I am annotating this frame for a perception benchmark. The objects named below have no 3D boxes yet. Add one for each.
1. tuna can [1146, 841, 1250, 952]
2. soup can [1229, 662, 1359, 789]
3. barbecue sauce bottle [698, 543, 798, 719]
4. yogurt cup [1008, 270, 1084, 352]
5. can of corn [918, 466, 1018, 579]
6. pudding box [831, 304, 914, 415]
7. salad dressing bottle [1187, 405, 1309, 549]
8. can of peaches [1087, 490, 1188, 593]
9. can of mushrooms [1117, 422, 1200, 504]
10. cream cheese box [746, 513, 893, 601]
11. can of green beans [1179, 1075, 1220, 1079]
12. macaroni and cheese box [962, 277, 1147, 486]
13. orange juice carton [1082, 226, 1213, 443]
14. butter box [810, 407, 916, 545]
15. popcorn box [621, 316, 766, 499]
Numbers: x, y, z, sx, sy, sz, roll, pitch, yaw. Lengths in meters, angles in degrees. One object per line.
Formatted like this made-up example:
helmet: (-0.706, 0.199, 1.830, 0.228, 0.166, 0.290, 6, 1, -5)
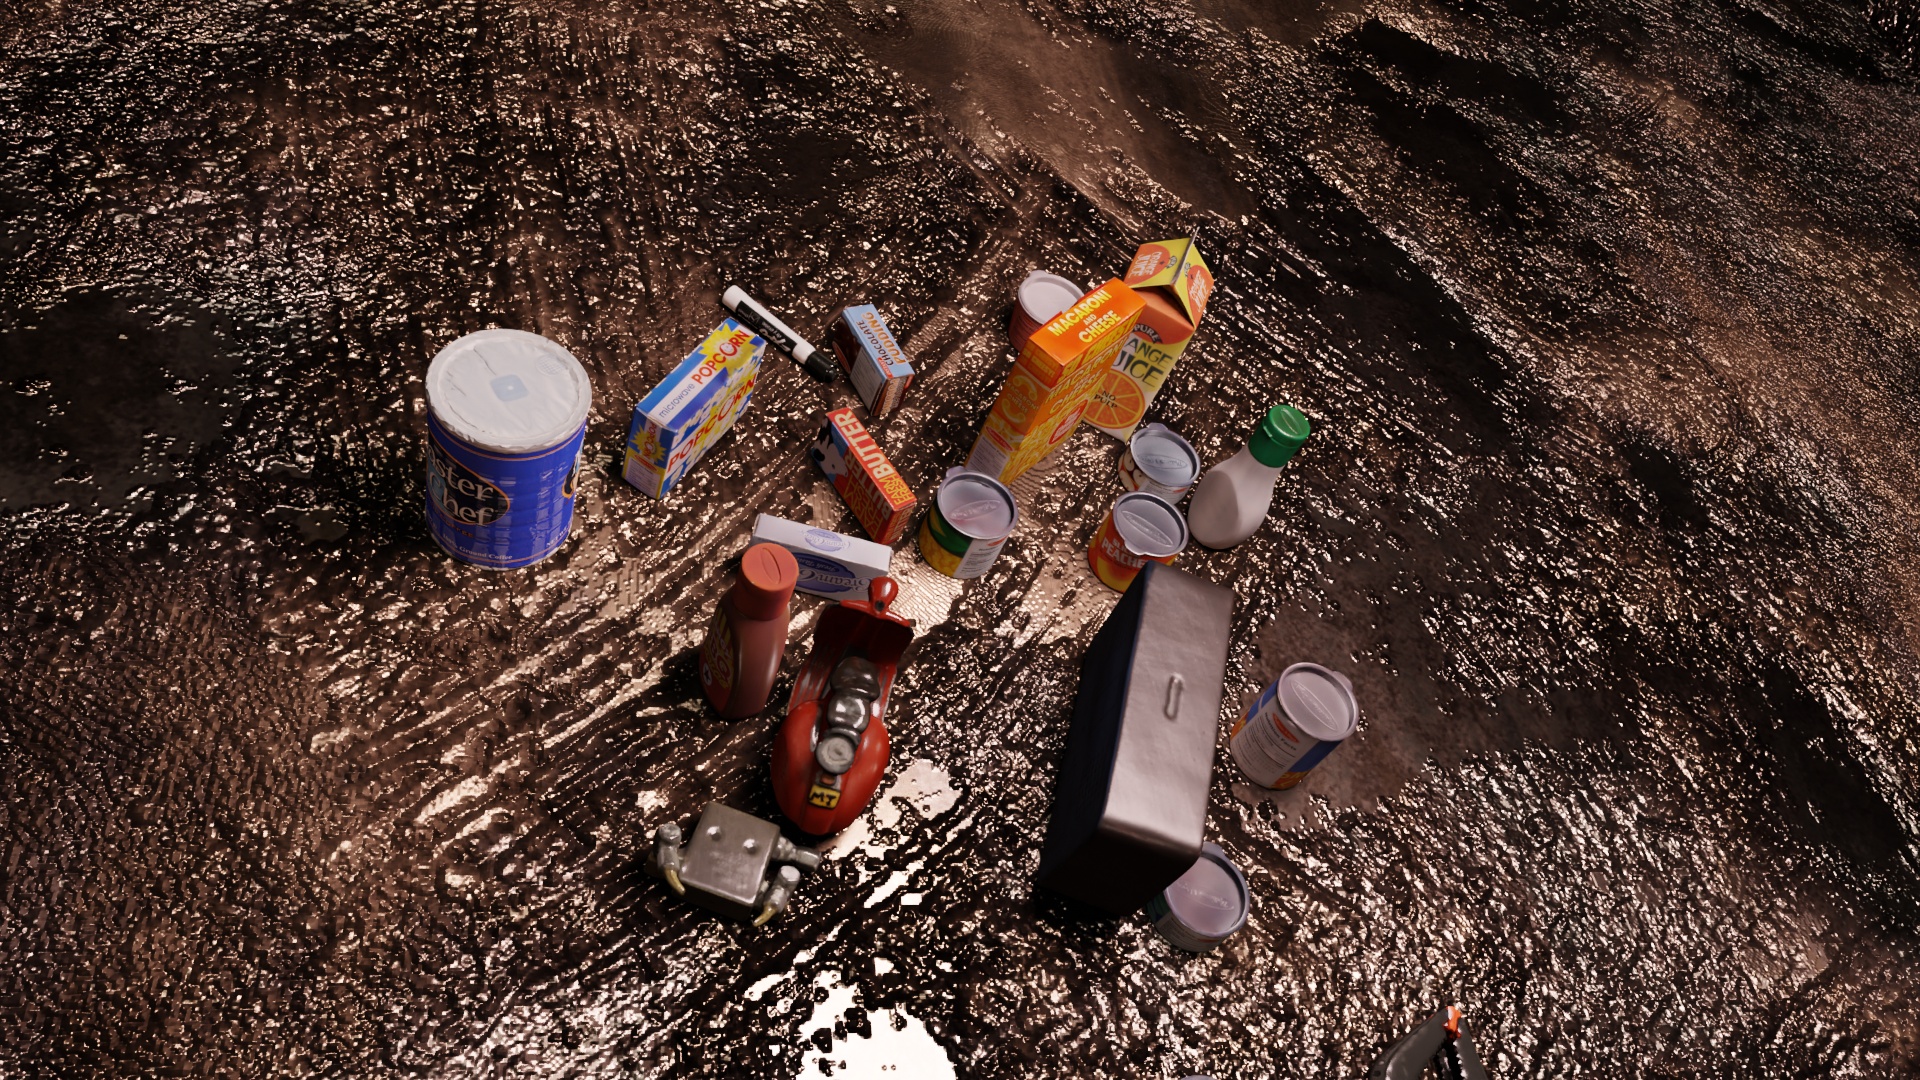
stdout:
tuna can: (0.166, 0.249, 0.971, 0.071, 0.032, 0.071, 11, 51, -14)
soup can: (0.254, 0.141, 1.055, 0.071, 0.083, 0.072, 11, 51, -14)
barbecue sauce bottle: (-0.140, 0.058, 0.922, 0.044, 0.147, 0.065, -10, 59, -27)
yogurt cup: (0.077, -0.201, 1.269, 0.072, 0.053, 0.073, 11, 51, -14)
can of corn: (0.004, -0.014, 1.093, 0.071, 0.058, 0.071, 11, 51, -14)
pudding box: (-0.075, -0.154, 1.175, 0.030, 0.049, 0.084, -16, 61, -30)
salad dressing bottle: (0.240, -0.052, 1.157, 0.044, 0.146, 0.064, -11, 59, -28)
can of peaches: (0.143, 0.004, 1.135, 0.071, 0.057, 0.071, 11, 51, -14)
can of mushrooms: (0.173, -0.066, 1.216, 0.071, 0.033, 0.071, 11, 51, -14)
cream cheese box: (-0.107, 0.016, 1.030, 0.104, 0.053, 0.024, 15, 50, -10)
can of green beans: (0.141, 0.370, 0.851, 0.071, 0.057, 0.071, 11, 51, -14)
macaroni and cheese box: (0.074, -0.124, 1.135, 0.040, 0.165, 0.124, 41, 51, 12)
orange juice carton: (0.157, -0.181, 1.194, 0.073, 0.191, 0.072, 27, 49, 0)
butter box: (-0.077, -0.050, 1.093, 0.024, 0.052, 0.104, -22, 65, -33)
popcorn box: (-0.204, -0.101, 1.061, 0.038, 0.084, 0.127, 32, 49, 4)
